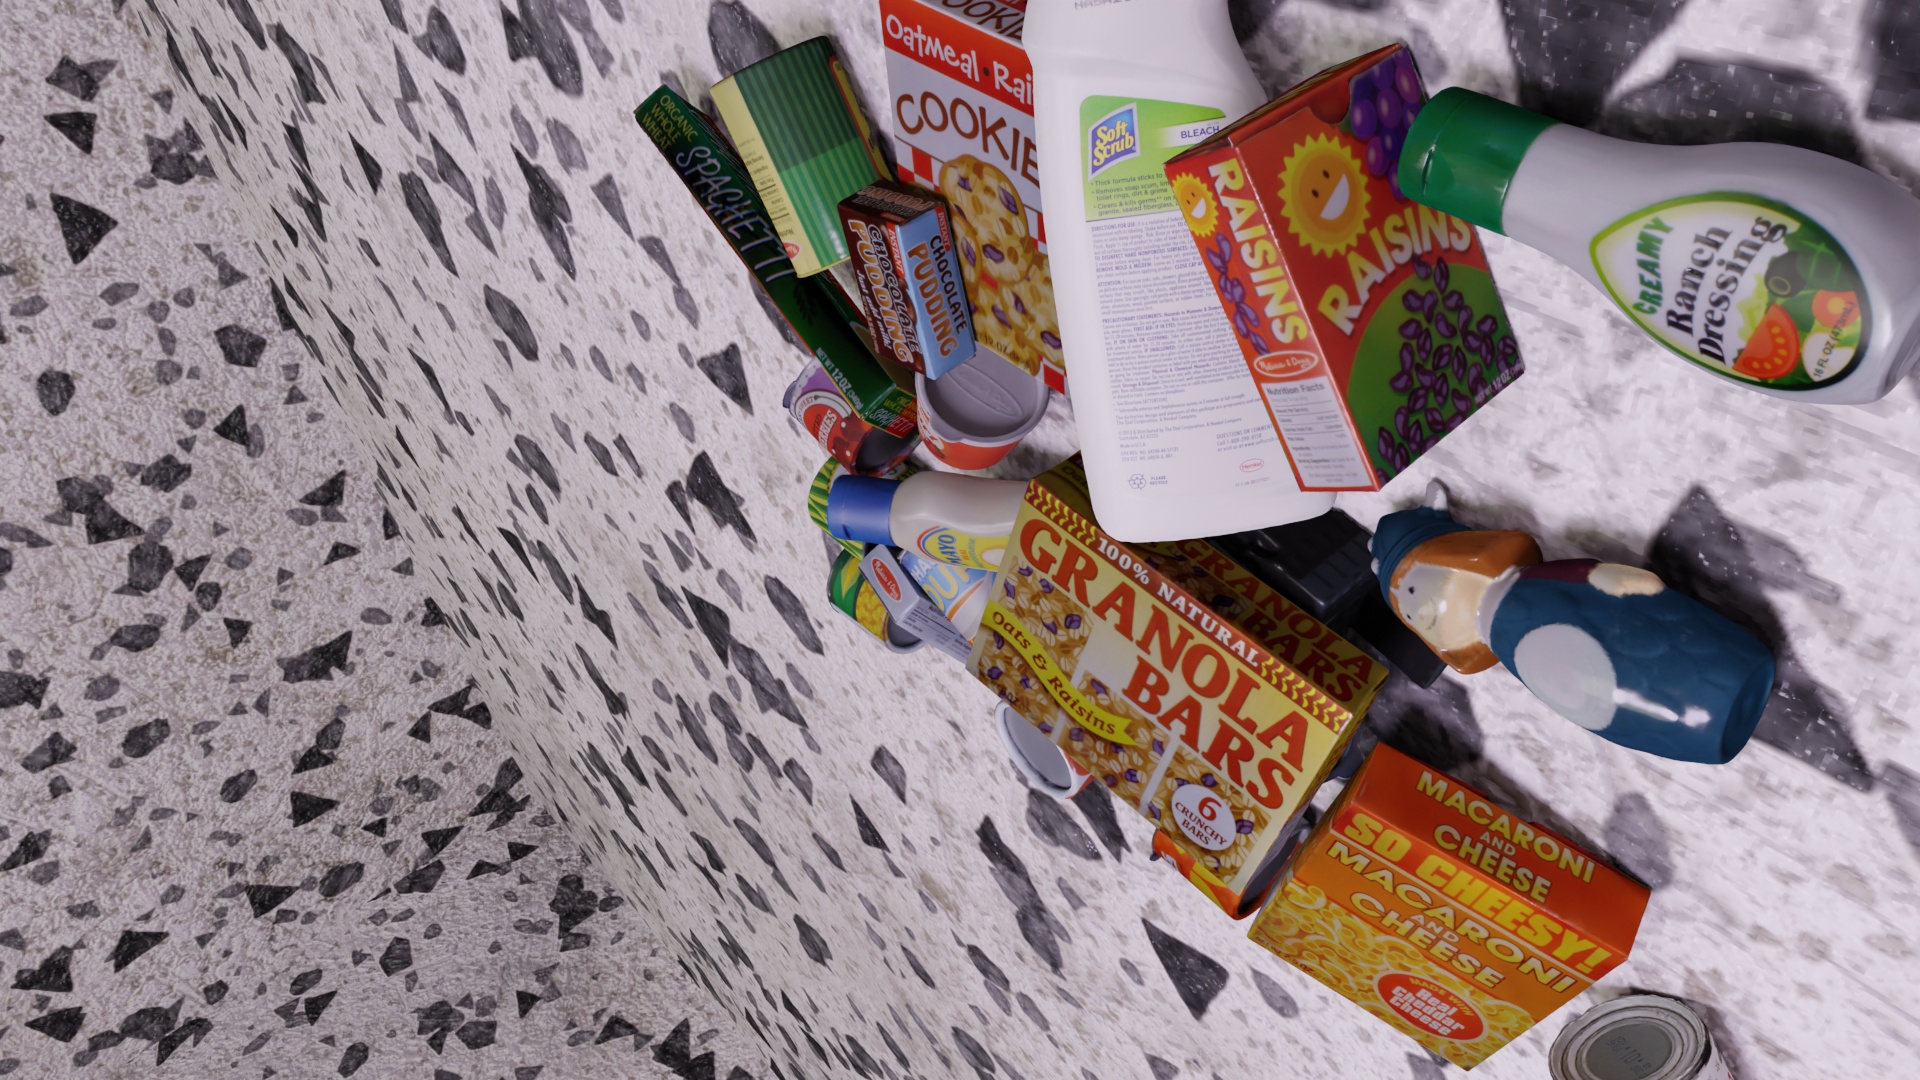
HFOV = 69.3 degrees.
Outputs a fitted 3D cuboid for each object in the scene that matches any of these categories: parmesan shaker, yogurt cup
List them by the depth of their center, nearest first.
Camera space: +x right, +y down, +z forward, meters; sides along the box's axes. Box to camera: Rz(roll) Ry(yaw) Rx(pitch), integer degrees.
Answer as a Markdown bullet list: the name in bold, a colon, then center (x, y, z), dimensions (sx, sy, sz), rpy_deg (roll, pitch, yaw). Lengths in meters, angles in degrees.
- **parmesan shaker**: center (-0.074, -0.194, 0.704), dimensions (0.071, 0.071, 0.103), rpy_deg (4, 123, 58)
- **yogurt cup**: center (0.008, -0.071, 0.714), dimensions (0.072, 0.072, 0.053), rpy_deg (51, 161, 10)

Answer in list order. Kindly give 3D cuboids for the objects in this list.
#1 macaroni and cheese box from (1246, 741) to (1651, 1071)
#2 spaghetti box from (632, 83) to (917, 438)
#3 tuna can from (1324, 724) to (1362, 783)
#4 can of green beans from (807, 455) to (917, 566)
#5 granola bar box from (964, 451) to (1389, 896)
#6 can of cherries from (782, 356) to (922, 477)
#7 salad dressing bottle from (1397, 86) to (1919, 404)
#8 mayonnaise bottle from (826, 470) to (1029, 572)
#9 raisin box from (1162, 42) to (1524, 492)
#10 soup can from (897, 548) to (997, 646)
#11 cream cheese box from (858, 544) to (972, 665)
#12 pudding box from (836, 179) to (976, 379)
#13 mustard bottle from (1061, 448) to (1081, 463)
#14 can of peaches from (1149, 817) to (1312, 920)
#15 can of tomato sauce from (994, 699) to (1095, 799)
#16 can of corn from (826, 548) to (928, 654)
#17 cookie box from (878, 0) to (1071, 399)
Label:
- **macaroni and cheese box**: center (0.214, 0.171, 0.638), dimensions (0.124, 0.040, 0.165), rpy_deg (29, 146, 14)
- **spaghetti box**: center (-0.103, -0.160, 0.779), dimensions (0.250, 0.028, 0.050), rpy_deg (53, -167, 20)
- **tuna can**: center (0.151, 0.085, 0.648), dimensions (0.071, 0.071, 0.032), rpy_deg (54, 154, 4)
- **can of green beans**: center (-0.053, -0.021, 0.867), dimensions (0.058, 0.071, 0.071), rpy_deg (38, 149, 32)
- **granola bar box**: center (0.087, 0.057, 0.609), dimensions (0.166, 0.039, 0.123), rpy_deg (38, 134, 23)
- **can of cherries**: center (-0.059, -0.076, 0.809), dimensions (0.058, 0.072, 0.071), rpy_deg (45, 152, 20)
- **salad dressing bottle**: center (0.197, -0.090, 0.396), dimensions (0.148, 0.044, 0.064), rpy_deg (36, 146, 35)
- **mayonnaise bottle**: center (0.003, -0.009, 0.741), dimensions (0.148, 0.041, 0.064), rpy_deg (7, 150, 19)
- **raisin box**: center (0.130, -0.089, 0.462), dimensions (0.040, 0.086, 0.123), rpy_deg (1, 121, 60)
- **soup can**: center (0.015, 0.024, 0.799), dimensions (0.084, 0.071, 0.071), rpy_deg (50, 153, 12)
- **cream cheese box**: center (-0.016, 0.043, 0.856), dimensions (0.103, 0.024, 0.053), rpy_deg (35, -165, -49)
- **pudding box**: center (-0.024, -0.122, 0.654), dimensions (0.050, 0.030, 0.083), rpy_deg (30, 145, 41)
- **mustard bottle**: center (0.098, 0.027, 0.678), dimensions (0.160, 0.065, 0.048), rpy_deg (56, 155, -13)
- **can of peaches**: center (0.144, 0.161, 0.742), dimensions (0.058, 0.071, 0.071), rpy_deg (38, 148, 30)
- **can of tomato sauce**: center (0.070, 0.092, 0.772), dimensions (0.071, 0.083, 0.070), rpy_deg (39, 150, 29)
- **can of corn**: center (-0.044, 0.031, 0.915), dimensions (0.058, 0.071, 0.070), rpy_deg (33, 146, 37)
- **cookie box**: center (0.024, -0.157, 0.614), dimensions (0.123, 0.040, 0.166), rpy_deg (37, 149, 34)
